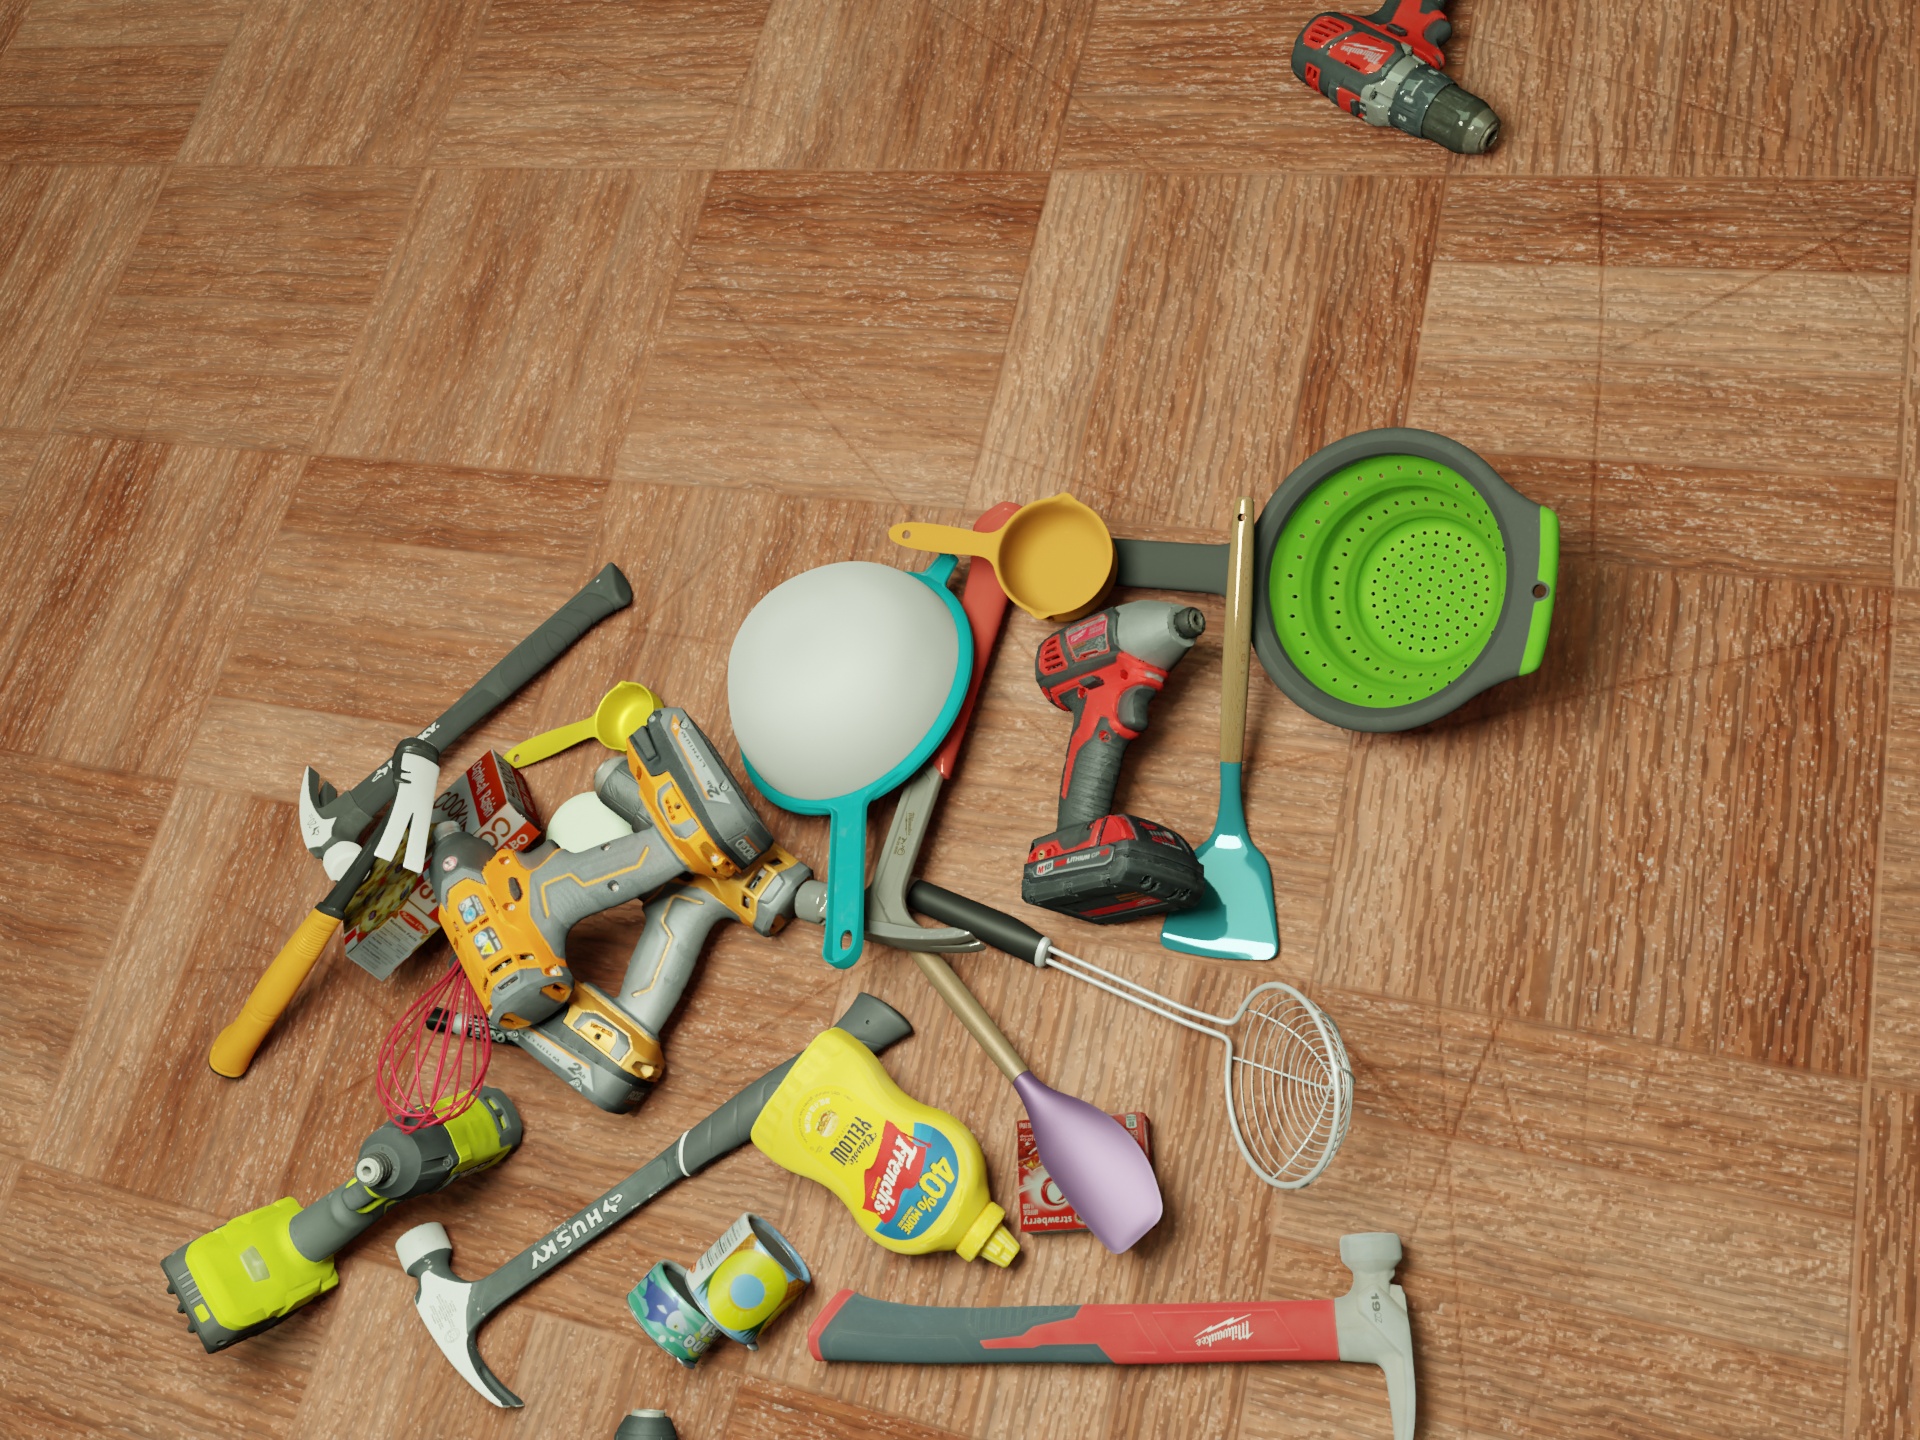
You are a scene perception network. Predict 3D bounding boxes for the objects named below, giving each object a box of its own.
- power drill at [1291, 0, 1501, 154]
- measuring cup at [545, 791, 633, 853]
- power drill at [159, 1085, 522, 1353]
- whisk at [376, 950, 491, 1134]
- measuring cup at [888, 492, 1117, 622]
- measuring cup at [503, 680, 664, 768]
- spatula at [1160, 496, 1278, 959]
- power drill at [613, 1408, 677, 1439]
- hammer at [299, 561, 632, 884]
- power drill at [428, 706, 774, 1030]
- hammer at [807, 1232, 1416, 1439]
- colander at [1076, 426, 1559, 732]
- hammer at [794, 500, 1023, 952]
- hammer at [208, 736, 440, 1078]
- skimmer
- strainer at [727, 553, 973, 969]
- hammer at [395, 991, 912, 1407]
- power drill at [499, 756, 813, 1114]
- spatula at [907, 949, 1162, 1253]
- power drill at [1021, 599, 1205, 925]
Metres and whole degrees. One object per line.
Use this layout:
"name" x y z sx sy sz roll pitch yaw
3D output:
"power drill" 0.406 -0.570 1.289 0.188 0.080 0.227 41 88 26
"measuring cup" -0.322 0.123 1.248 0.167 0.038 0.083 -43 63 -5
"power drill" -0.438 0.345 1.124 0.223 0.171 0.080 -35 81 6
"whisk" -0.364 0.190 1.153 0.073 0.073 0.296 -23 28 7
"measuring cup" 0.034 -0.123 1.188 0.174 0.052 0.095 11 84 18
"measuring cup" -0.307 0.015 1.302 0.156 0.029 0.062 -19 64 22
"spatula" 0.189 0.004 1.103 0.082 0.044 0.317 4 96 21
"power drill" -0.138 0.546 1.003 0.228 0.080 0.191 -3 68 19
"hammer" -0.406 -0.013 1.317 0.335 0.035 0.146 -43 41 -9
"power drill" -0.265 0.090 1.125 0.226 0.084 0.164 -35 65 -4
"hammer" 0.089 0.406 1.011 0.386 0.038 0.143 -7 69 14
"colander" 0.242 -0.103 1.146 0.397 0.094 0.204 9 94 39
"hammer" -0.002 -0.004 1.185 0.149 0.036 0.359 6 66 30
"hammer" -0.487 0.165 1.200 0.336 0.034 0.127 -49 31 24
"skimmer" 0.095 0.188 1.068 0.363 0.090 0.127 21 111 26
"strainer" -0.101 0.010 1.148 0.211 0.095 0.341 -19 51 24
"hammer" -0.209 0.325 1.136 0.409 0.036 0.149 -35 64 1
"power drill" -0.244 0.150 1.178 0.185 0.084 0.226 34 79 12
"spatula" 0.028 0.224 1.087 0.060 0.018 0.316 -44 57 1
"power drill" 0.112 0.022 1.111 0.143 0.078 0.220 -21 57 46
